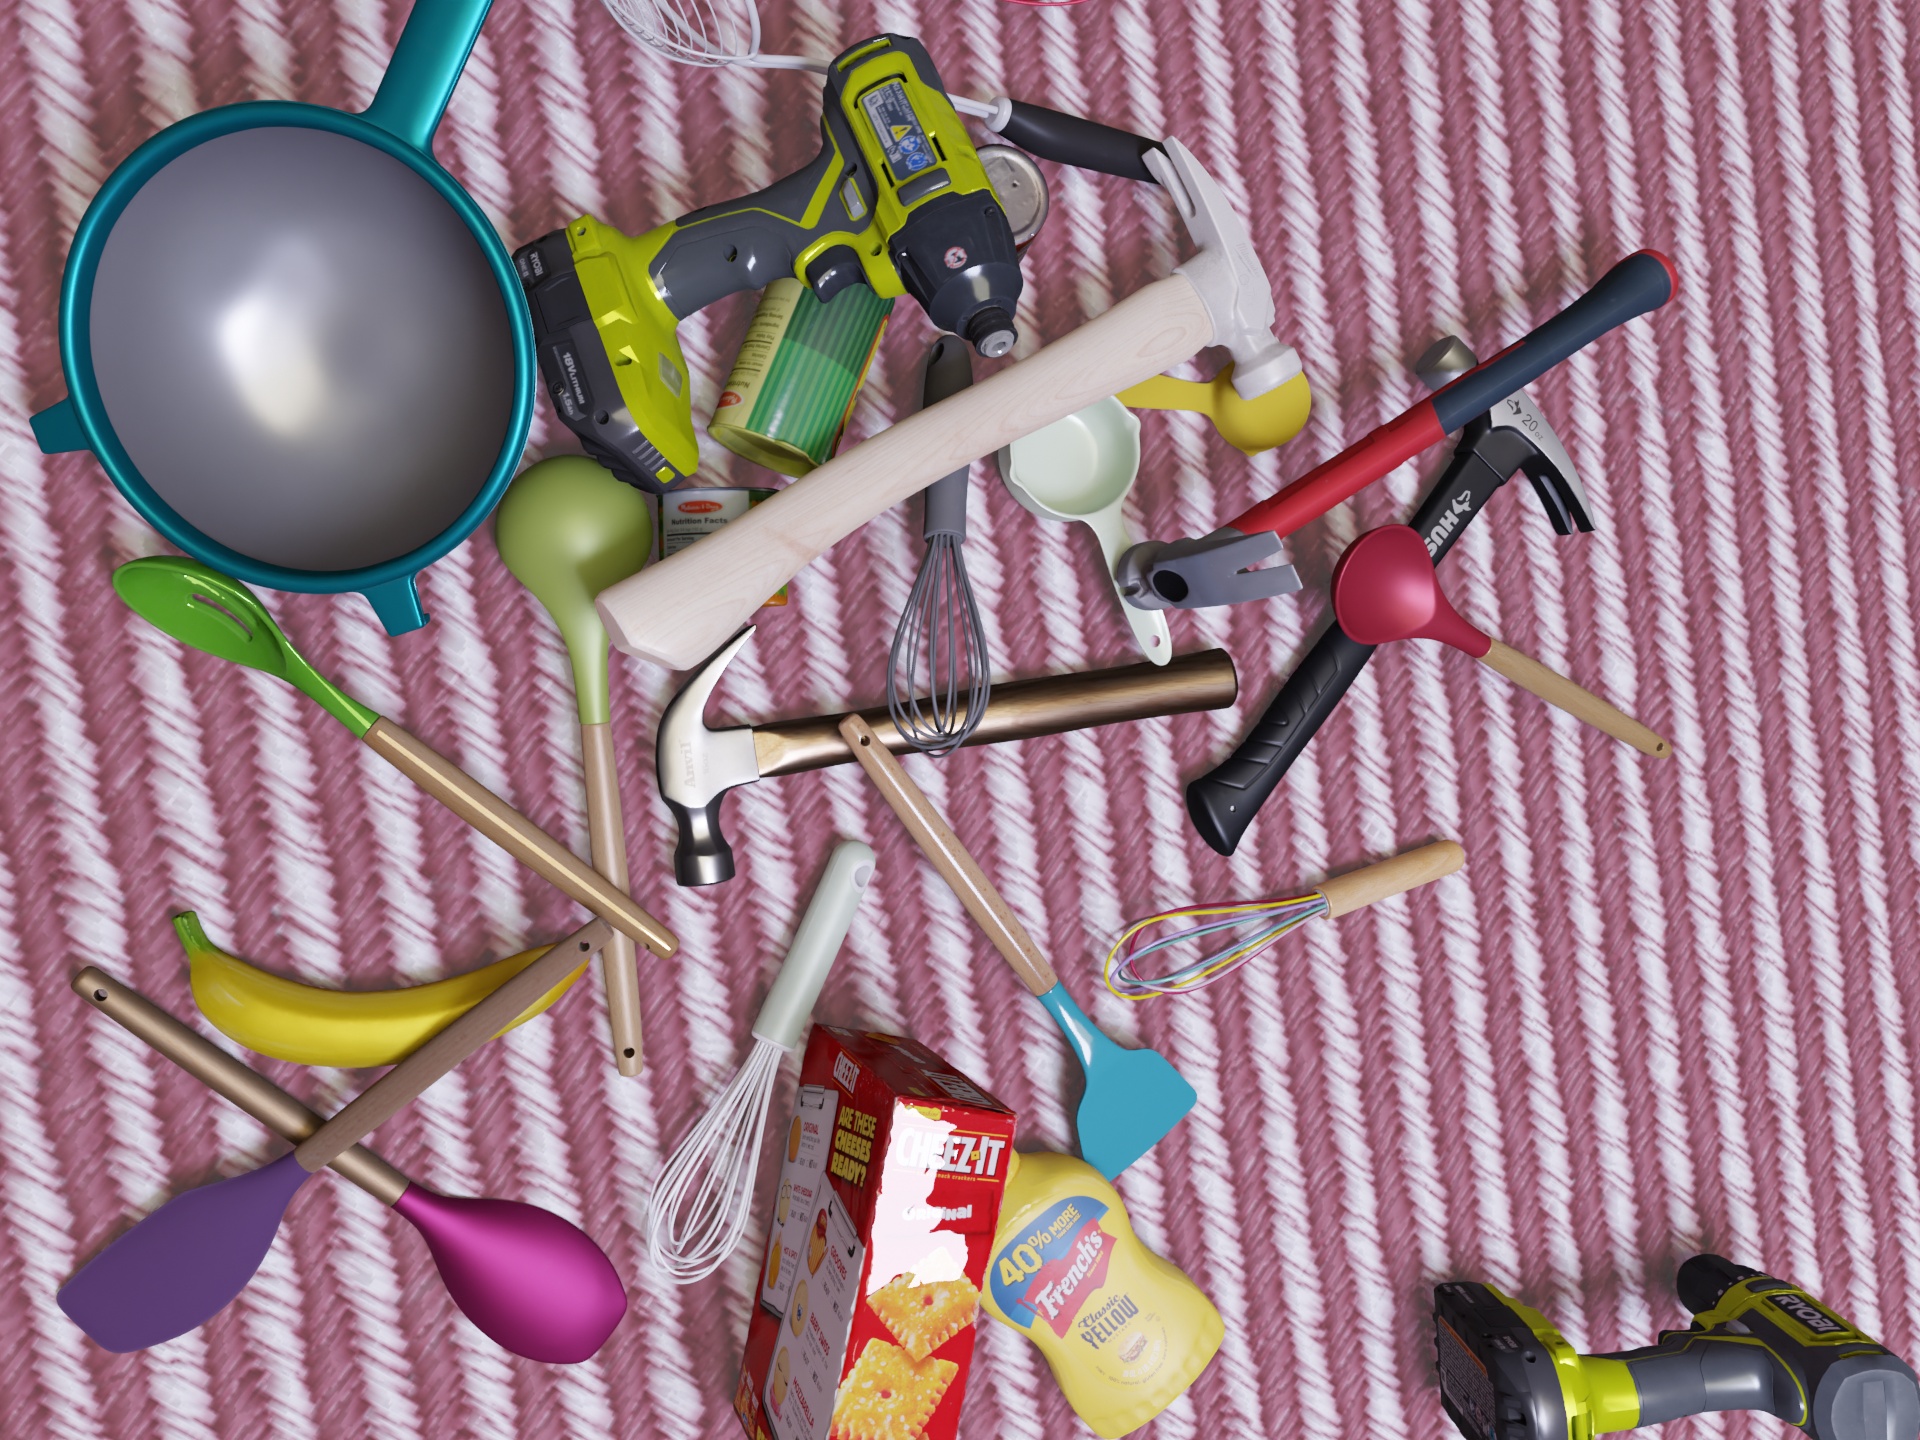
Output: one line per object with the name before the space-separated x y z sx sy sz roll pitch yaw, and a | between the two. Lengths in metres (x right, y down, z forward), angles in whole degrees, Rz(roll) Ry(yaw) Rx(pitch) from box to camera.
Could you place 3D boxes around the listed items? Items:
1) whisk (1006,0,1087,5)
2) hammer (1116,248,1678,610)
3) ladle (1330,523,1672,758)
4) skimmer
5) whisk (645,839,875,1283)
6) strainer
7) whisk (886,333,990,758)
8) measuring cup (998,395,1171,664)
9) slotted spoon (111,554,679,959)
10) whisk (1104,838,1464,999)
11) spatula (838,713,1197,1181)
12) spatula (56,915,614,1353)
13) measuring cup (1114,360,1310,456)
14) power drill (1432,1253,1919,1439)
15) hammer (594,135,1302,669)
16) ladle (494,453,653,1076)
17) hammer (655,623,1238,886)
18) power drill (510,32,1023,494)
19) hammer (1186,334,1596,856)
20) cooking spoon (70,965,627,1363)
whisk | -0.042 -0.414 0.840 0.295 0.073 0.073 -6 93 -11
hammer | 0.267 -0.167 0.867 0.386 0.143 0.038 -33 103 -19
ladle | 0.327 -0.035 0.943 0.315 0.031 0.069 24 99 -29
skimmer | -0.028 -0.356 0.816 0.363 0.127 0.090 5 102 -29
whisk | -0.103 0.176 0.838 0.057 0.059 0.246 37 74 -52
strainer | -0.258 -0.224 0.722 0.211 0.095 0.340 28 102 -4
whisk | -0.009 -0.096 0.840 0.055 0.055 0.239 7 72 -17
measuring cup | 0.076 -0.107 0.889 0.083 0.038 0.167 -26 99 -15
slotted spoon | -0.264 0.020 0.770 0.313 0.070 0.031 39 52 -12
whisk | 0.192 0.110 0.927 0.245 0.051 0.047 -16 90 -19
spatula | 0.027 0.124 0.867 0.082 0.044 0.317 -38 103 -11
spatula | -0.294 0.197 0.765 0.316 0.018 0.059 -39 105 -1
measuring cup | 0.129 -0.188 0.907 0.156 0.029 0.062 3 90 -19
power drill | 0.404 0.372 0.938 0.228 0.190 0.080 -4 93 -3
hammer | -0.005 -0.154 0.803 0.410 0.038 0.146 -33 100 -22
ladle | -0.185 0.025 0.816 0.078 0.062 0.320 -6 99 -14
hammer | -0.001 -0.003 0.870 0.331 0.031 0.130 -9 94 -17
power drill | -0.087 -0.207 0.755 0.223 0.080 0.171 -25 69 8
hammer | 0.246 -0.058 0.944 0.146 0.035 0.335 40 80 -13
cooking spoon | -0.299 0.221 0.789 0.318 0.017 0.069 41 79 -14
